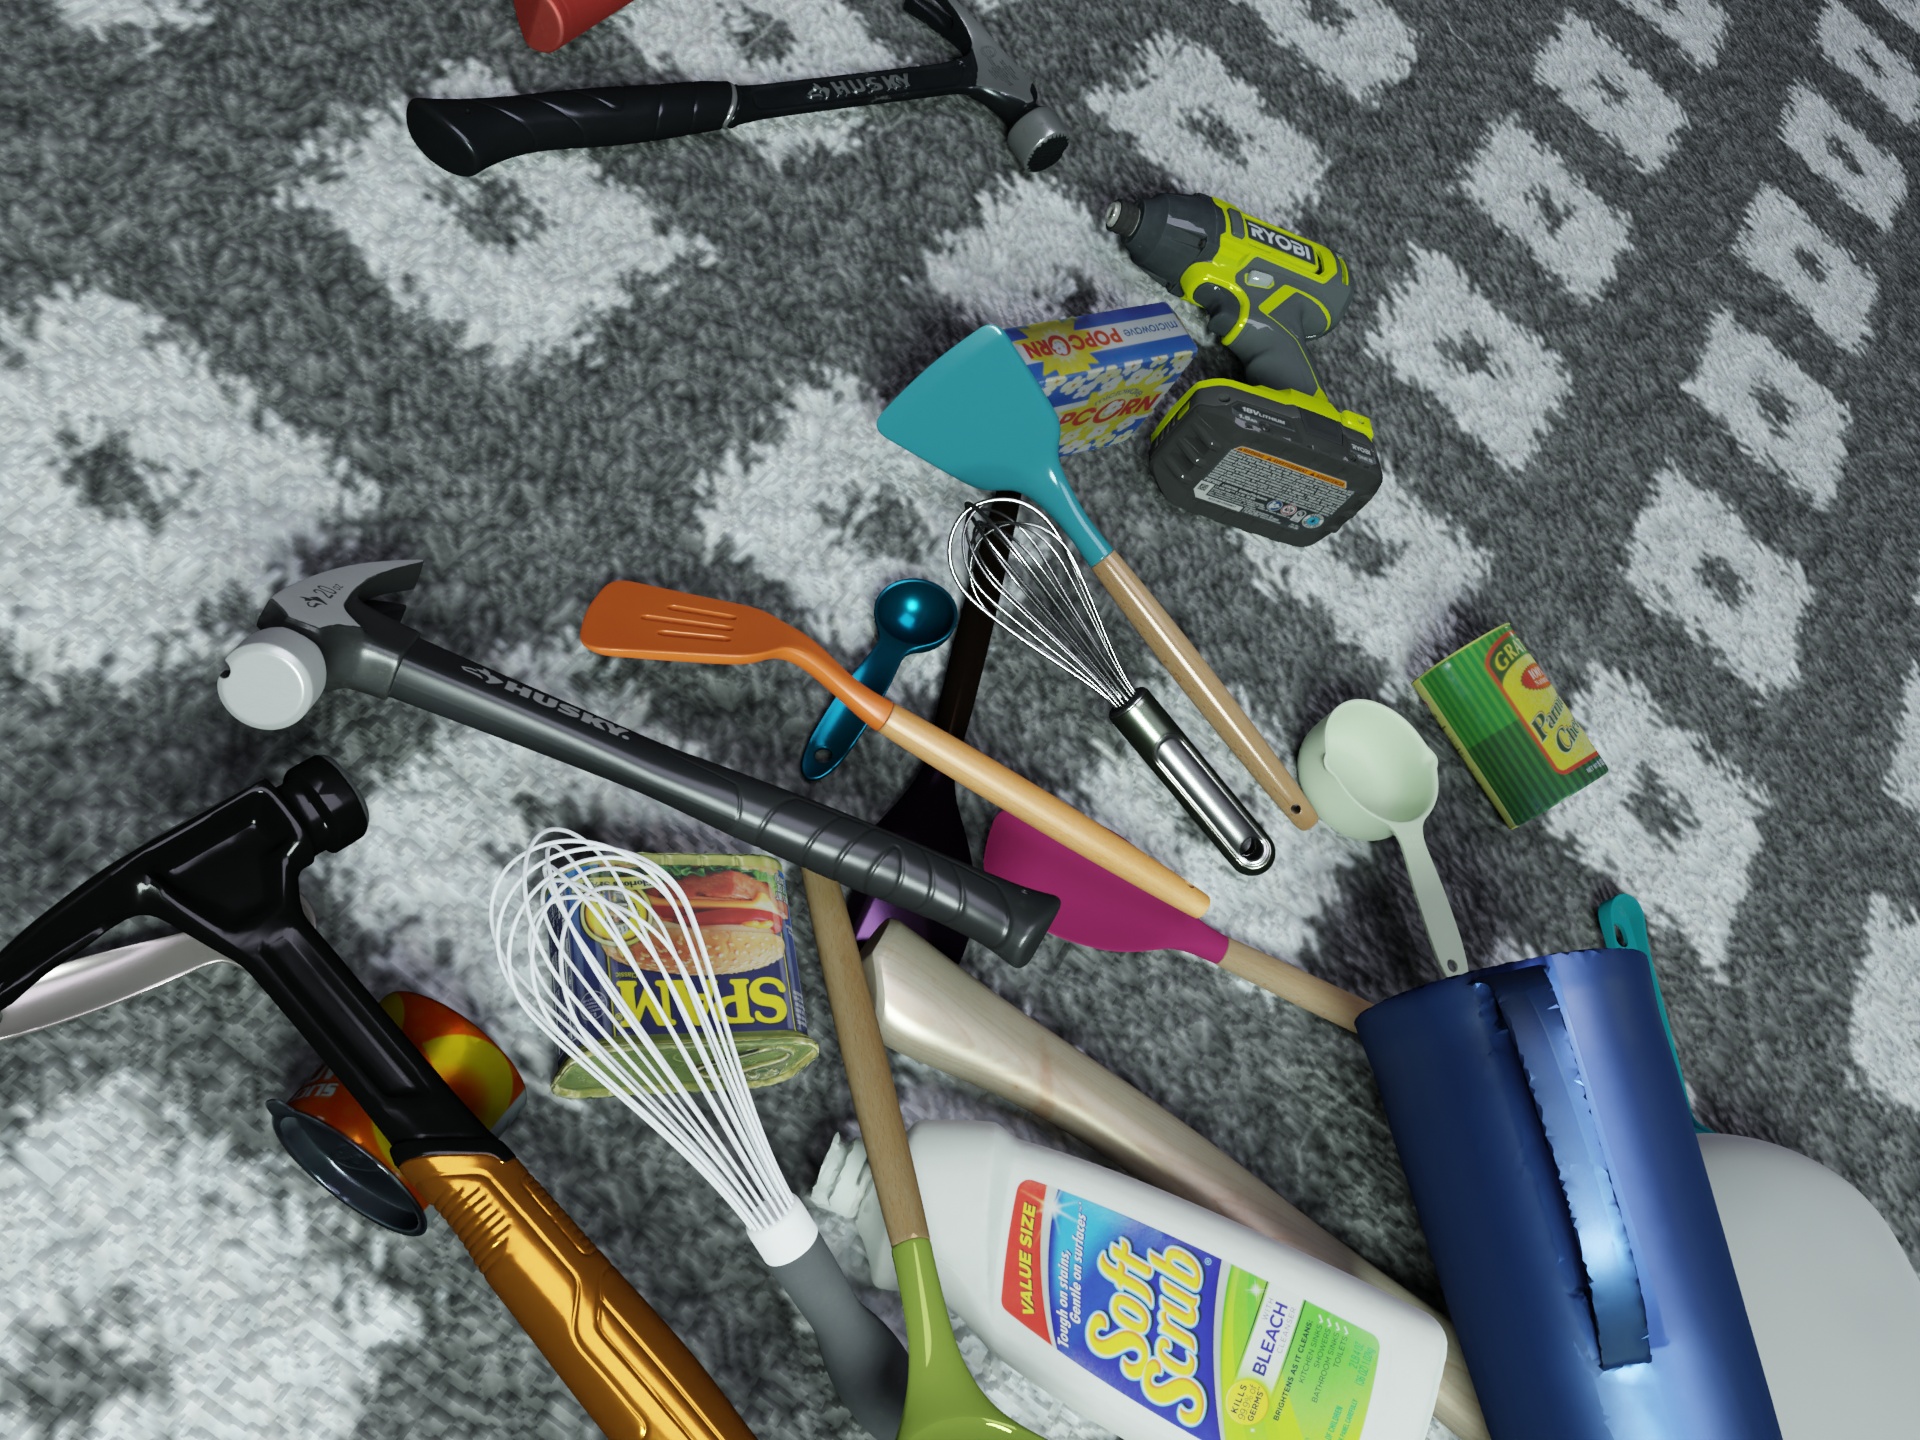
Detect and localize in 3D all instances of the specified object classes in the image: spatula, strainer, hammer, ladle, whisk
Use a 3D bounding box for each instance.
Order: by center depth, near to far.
[{"bbox_3d":[-0.152,0.162,0.506,0.337,0.034,0.127,46,50,8],"label":"hammer"},{"bbox_3d":[-0.080,0.159,0.577,0.070,0.070,0.284,-42,113,-39],"label":"whisk"},{"bbox_3d":[-0.020,0.165,0.593,0.078,0.062,0.321,5,47,-28],"label":"ladle"},{"bbox_3d":[-0.110,0.023,0.643,0.334,0.035,0.146,24,16,-13],"label":"hammer"},{"bbox_3d":[0.128,0.213,0.716,0.410,0.038,0.146,37,50,-7],"label":"hammer"},{"bbox_3d":[-0.020,0.017,0.733,0.322,0.041,0.081,31,20,-15],"label":"spatula"},{"bbox_3d":[-0.001,-0.003,0.787,0.059,0.018,0.316,23,55,-15],"label":"spatula"},{"bbox_3d":[0.080,-0.015,0.808,0.058,0.059,0.246,-41,98,-3],"label":"whisk"},{"bbox_3d":[0.411,0.240,0.825,0.211,0.095,0.341,9,61,-24],"label":"strainer"},{"bbox_3d":[0.088,-0.061,0.834,0.317,0.082,0.044,50,20,-7],"label":"spatula"},{"bbox_3d":[-0.121,-0.362,0.919,0.409,0.036,0.149,-23,74,-36],"label":"hammer"},{"bbox_3d":[-0.146,-0.491,0.979,0.149,0.036,0.359,37,51,-5],"label":"hammer"}]

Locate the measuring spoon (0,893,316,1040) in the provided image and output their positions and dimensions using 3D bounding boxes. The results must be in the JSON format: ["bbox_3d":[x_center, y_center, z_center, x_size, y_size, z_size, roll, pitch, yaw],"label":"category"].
[{"bbox_3d":[-0.298,0.092,0.575,0.124,0.018,0.034,-18,73,-28],"label":"measuring spoon"}]

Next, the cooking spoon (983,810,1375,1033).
[{"bbox_3d":[0.152,0.126,0.797,0.318,0.017,0.069,26,53,-13],"label":"cooking spoon"}]

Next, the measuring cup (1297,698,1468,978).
[{"bbox_3d":[0.233,0.071,0.863,0.083,0.038,0.168,-2,66,-30],"label":"measuring cup"}]

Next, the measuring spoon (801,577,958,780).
[{"bbox_3d":[-0.043,-0.017,0.777,0.042,0.021,0.129,26,60,10],"label":"measuring spoon"}]

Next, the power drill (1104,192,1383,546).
[{"bbox_3d":[0.171,-0.228,0.979,0.171,0.080,0.223,14,53,-22],"label":"power drill"}]
